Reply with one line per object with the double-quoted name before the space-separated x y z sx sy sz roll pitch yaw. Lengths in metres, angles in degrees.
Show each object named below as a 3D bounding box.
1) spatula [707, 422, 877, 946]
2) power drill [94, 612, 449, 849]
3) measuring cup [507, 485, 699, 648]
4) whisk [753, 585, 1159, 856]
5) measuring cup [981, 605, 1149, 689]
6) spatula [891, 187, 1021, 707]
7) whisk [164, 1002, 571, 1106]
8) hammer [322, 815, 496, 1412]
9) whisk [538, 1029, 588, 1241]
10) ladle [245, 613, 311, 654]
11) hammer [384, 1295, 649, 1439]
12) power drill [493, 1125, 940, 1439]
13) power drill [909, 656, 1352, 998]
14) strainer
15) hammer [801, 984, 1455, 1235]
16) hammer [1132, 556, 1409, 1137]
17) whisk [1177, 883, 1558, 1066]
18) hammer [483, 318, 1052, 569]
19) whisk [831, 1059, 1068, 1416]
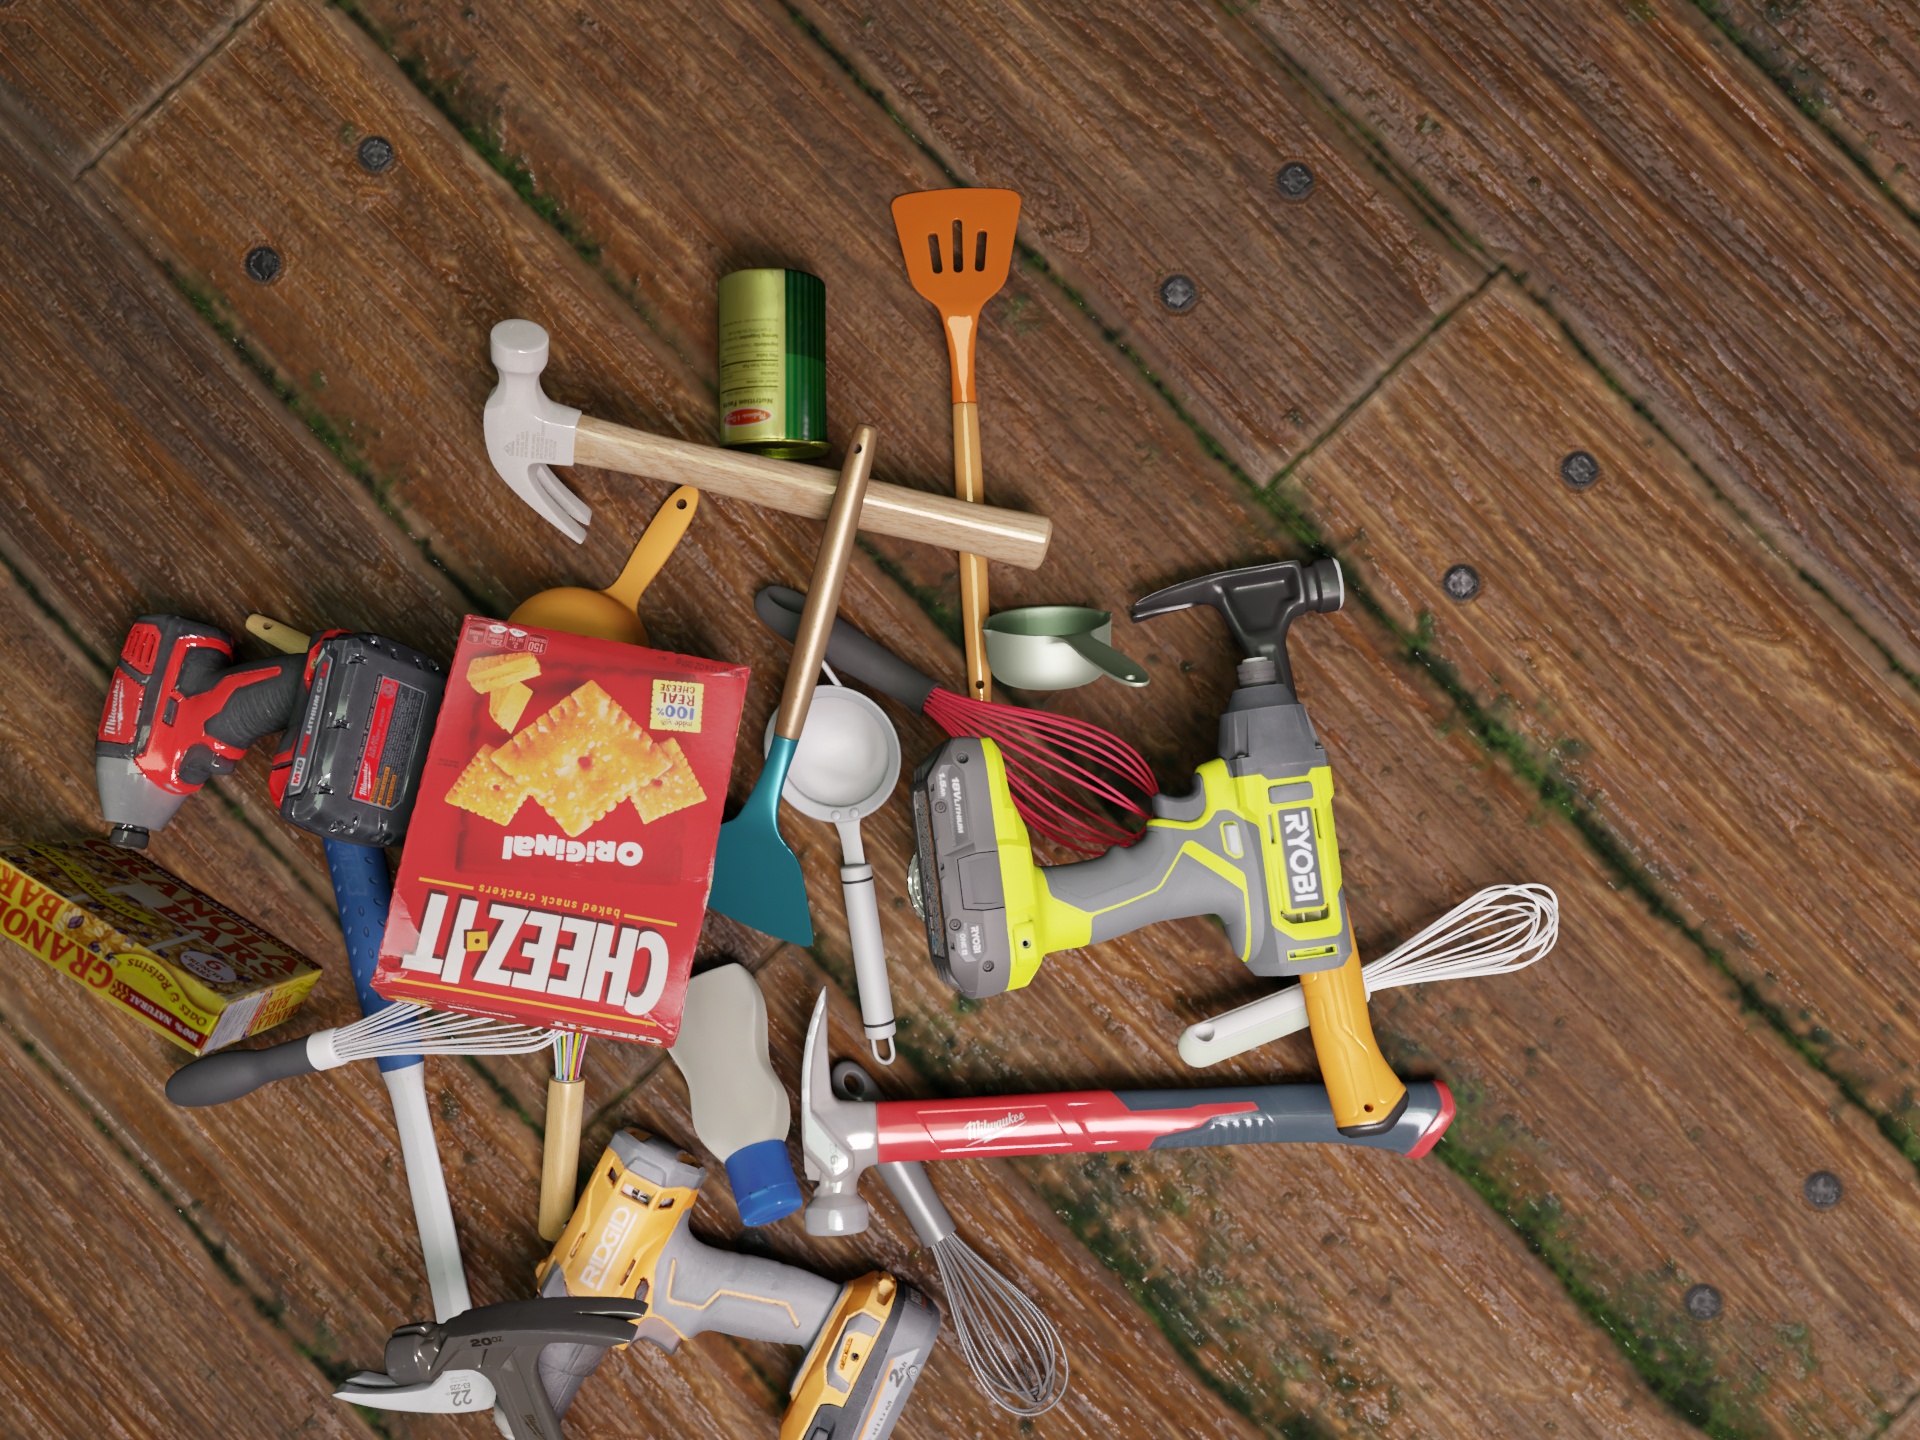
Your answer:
"spatula" -0.092 -0.018 0.929 0.082 0.044 0.317 20 103 17
"power drill" -0.416 0.012 0.929 0.220 0.078 0.143 4 76 26
"measuring cup" -0.214 -0.073 0.970 0.095 0.052 0.173 34 92 2
"whisk" -0.002 -0.003 0.950 0.296 0.073 0.073 31 91 13
"measuring cup" 0.067 -0.029 0.909 0.083 0.168 0.038 -9 110 -18
"spatula" 0.005 -0.169 0.980 0.081 0.041 0.322 -3 93 1
"whisk" -0.342 0.186 0.934 0.284 0.070 0.070 -16 89 9
"hammer" -0.348 0.226 0.980 0.144 0.035 0.405 -13 89 2
"whisk" -0.241 0.198 0.979 0.047 0.051 0.245 7 94 23
"ladle" -0.305 0.007 0.984 0.315 0.031 0.069 26 59 5
"hammer" -0.202 0.486 0.912 0.149 0.037 0.359 -10 108 12
"power drill" -0.148 0.371 0.937 0.226 0.084 0.185 27 81 2
"power drill" 0.091 0.060 0.855 0.223 0.080 0.171 -6 85 -10
"strainer" -0.065 0.085 0.971 0.087 0.050 0.258 -7 95 16
"hammer" 0.099 0.222 0.947 0.386 0.038 0.143 -2 80 -4
"hammer" 0.192 0.071 0.924 0.127 0.034 0.337 -10 74 1
"whisk" 0.242 0.151 0.938 0.246 0.058 0.059 -20 128 -7
"hammer" -0.110 -0.137 0.930 0.331 0.130 0.031 12 46 -7
"whisk" -0.010 0.310 0.963 0.055 0.055 0.239 -32 84 1
